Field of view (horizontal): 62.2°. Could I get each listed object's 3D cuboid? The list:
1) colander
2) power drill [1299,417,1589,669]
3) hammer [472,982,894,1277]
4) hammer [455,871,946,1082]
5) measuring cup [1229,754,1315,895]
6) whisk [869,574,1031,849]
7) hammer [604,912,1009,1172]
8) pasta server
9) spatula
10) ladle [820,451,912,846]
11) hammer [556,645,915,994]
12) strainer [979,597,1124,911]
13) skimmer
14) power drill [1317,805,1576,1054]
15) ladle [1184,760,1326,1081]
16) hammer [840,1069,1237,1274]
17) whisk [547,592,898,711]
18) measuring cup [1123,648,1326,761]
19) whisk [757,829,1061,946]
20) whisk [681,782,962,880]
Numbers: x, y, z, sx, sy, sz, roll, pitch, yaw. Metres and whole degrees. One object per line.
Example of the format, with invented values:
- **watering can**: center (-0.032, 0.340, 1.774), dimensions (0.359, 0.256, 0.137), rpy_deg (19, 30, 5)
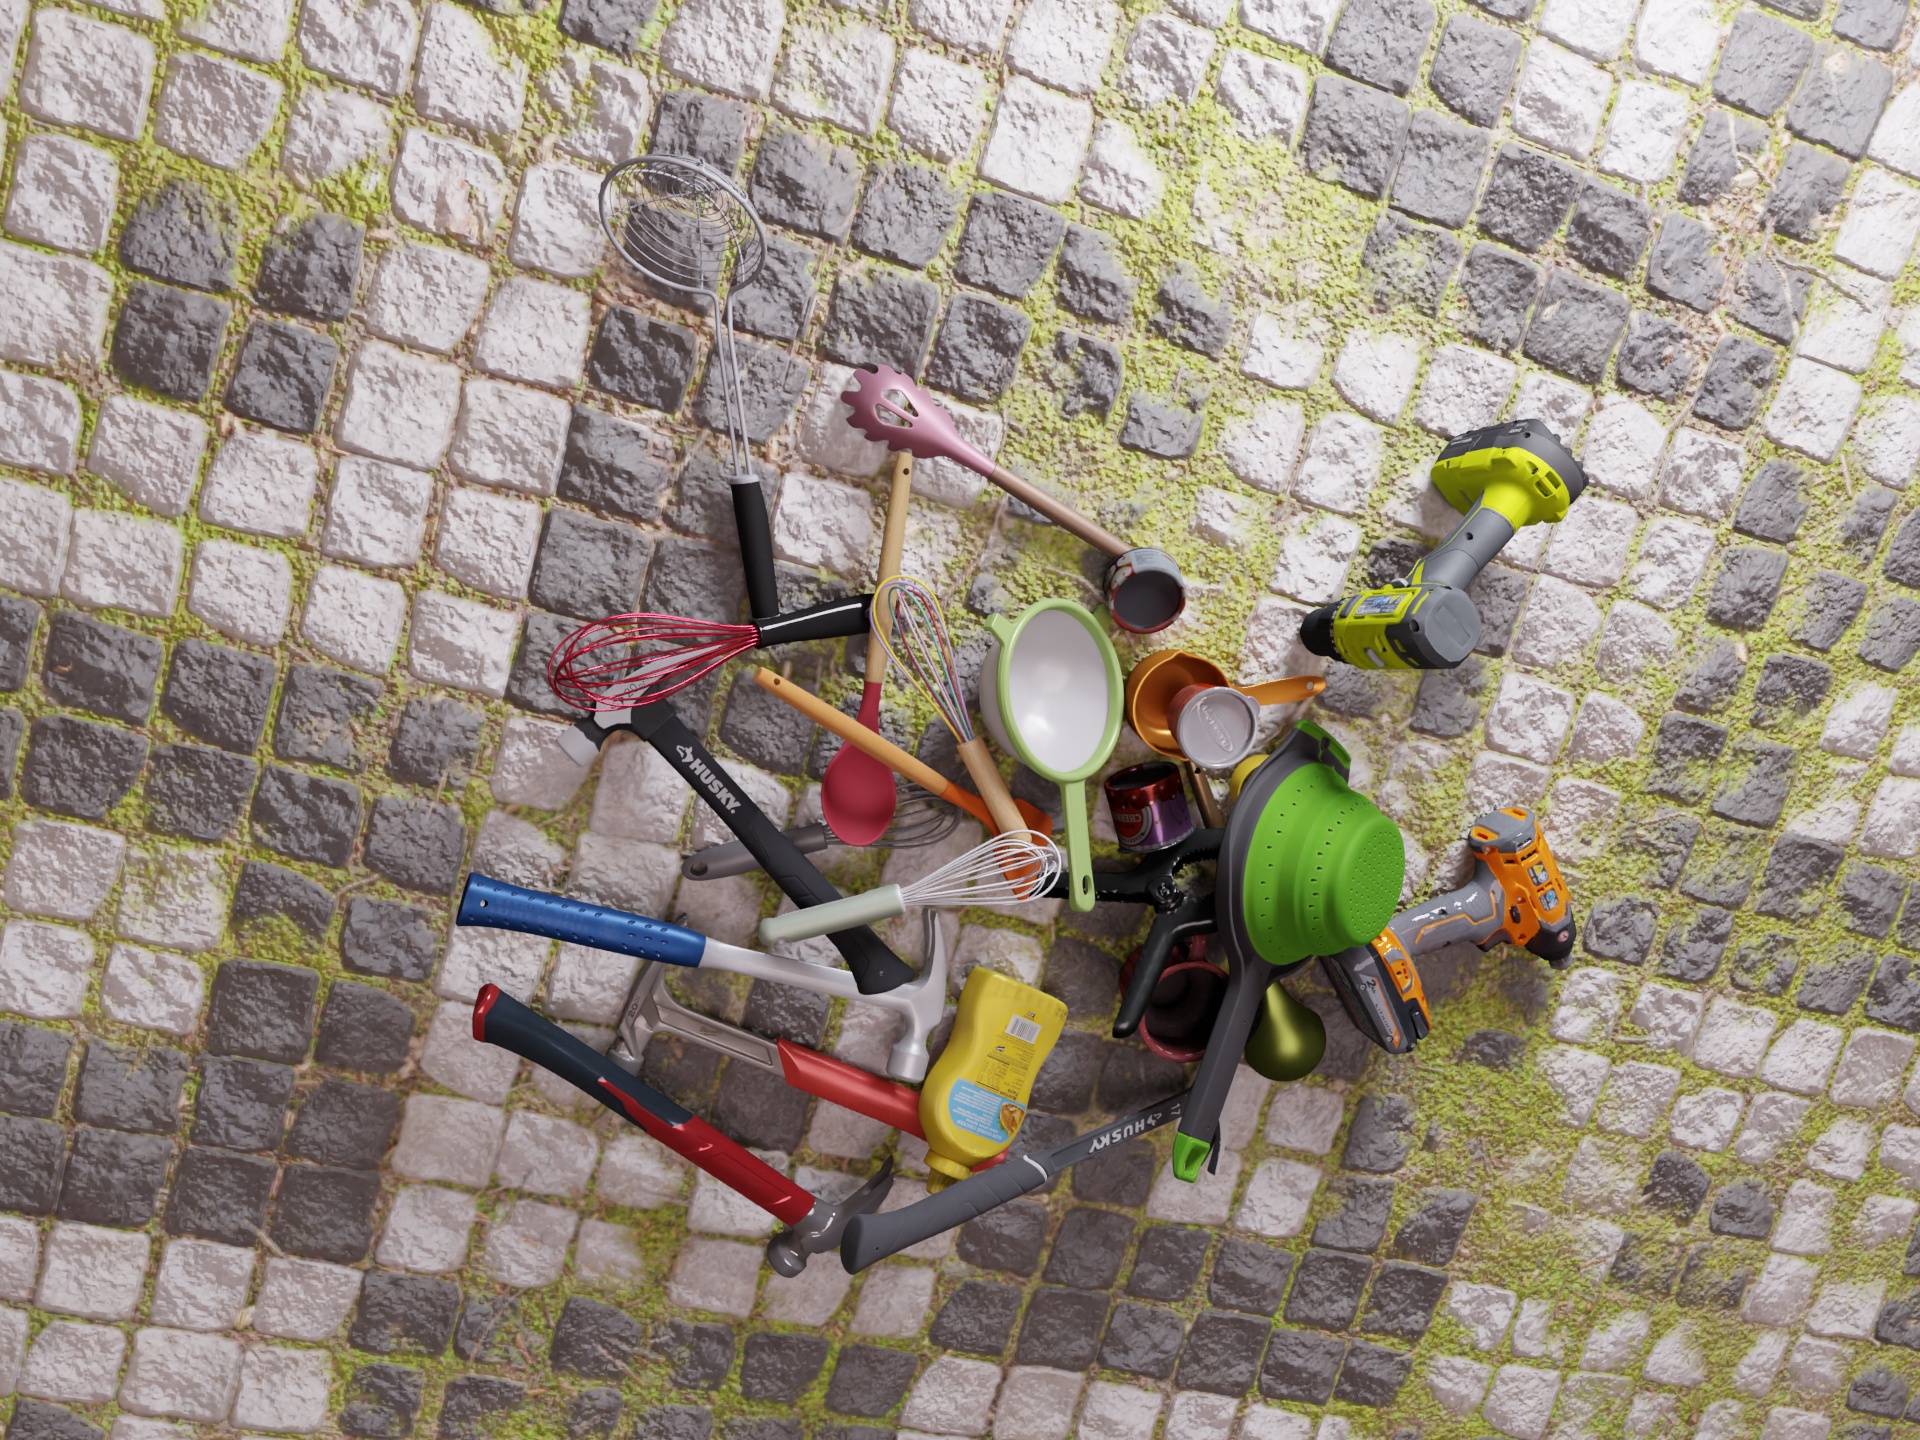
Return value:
- **colander**: center (0.278, 0.201, 1.316), dimensions (0.204, 0.094, 0.397), rpy_deg (32, 76, -47)
- **power drill**: center (0.389, -0.134, 1.309), dimensions (0.080, 0.190, 0.228), rpy_deg (44, 77, -16)
- **hammer**: center (-0.232, 0.324, 1.317), dimensions (0.143, 0.038, 0.386), rpy_deg (-43, 113, 14)
- **hammer**: center (-0.199, 0.185, 1.293), dimensions (0.405, 0.035, 0.144), rpy_deg (16, 84, -19)
- **measuring cup**: center (0.283, 0.096, 1.411), dimensions (0.062, 0.029, 0.156), rpy_deg (-29, 118, -3)
- **whisk**: center (0.000, -0.005, 1.262), dimensions (0.047, 0.051, 0.245), rpy_deg (-38, 107, -40)
- **hammer**: center (-0.115, 0.298, 1.369), dimensions (0.359, 0.037, 0.149), rpy_deg (25, 97, -15)
- **pasta server**: center (0.045, -0.191, 1.296), dimensions (0.316, 0.040, 0.060), rpy_deg (29, 96, -20)
- **spatula**: center (-0.038, 0.044, 1.276), dimensions (0.322, 0.041, 0.081), rpy_deg (33, 65, -28)
- **ladle**: center (-0.067, -0.056, 1.271), dimensions (0.069, 0.031, 0.315), rpy_deg (5, 97, -33)
- **hammer**: center (-0.156, 0.089, 1.276), dimensions (0.146, 0.035, 0.334), rpy_deg (-43, 95, -8)
- **strainer**: center (0.069, 0.030, 1.308), dimensions (0.151, 0.069, 0.256), rpy_deg (-9, 94, -46)
- **skimmer**: center (-0.188, -0.238, 1.206), dimensions (0.127, 0.090, 0.363), rpy_deg (0, 108, 23)
- **power drill**: center (0.450, 0.202, 1.436), dimensions (0.226, 0.084, 0.164), rpy_deg (-32, 107, -6)
- **ladle**: center (0.252, 0.177, 1.417), dimensions (0.078, 0.062, 0.320), rpy_deg (-22, 99, -8)
- **hammer**: center (0.079, 0.378, 1.353), dimensions (0.409, 0.036, 0.149), rpy_deg (-14, 111, -31)
- **whisk**: center (-0.176, -0.062, 1.232), dimensions (0.295, 0.073, 0.073), rpy_deg (-14, 106, -29)
- **measuring cup**: center (0.222, -0.023, 1.354), dimensions (0.173, 0.052, 0.095), rpy_deg (-9, 104, -11)
- **whisk**: center (-0.040, 0.138, 1.253), dimensions (0.246, 0.057, 0.059), rpy_deg (-14, 69, -4)
- **whisk**: center (-0.114, 0.099, 1.322), dimensions (0.239, 0.055, 0.055), rpy_deg (-13, 105, -3)
